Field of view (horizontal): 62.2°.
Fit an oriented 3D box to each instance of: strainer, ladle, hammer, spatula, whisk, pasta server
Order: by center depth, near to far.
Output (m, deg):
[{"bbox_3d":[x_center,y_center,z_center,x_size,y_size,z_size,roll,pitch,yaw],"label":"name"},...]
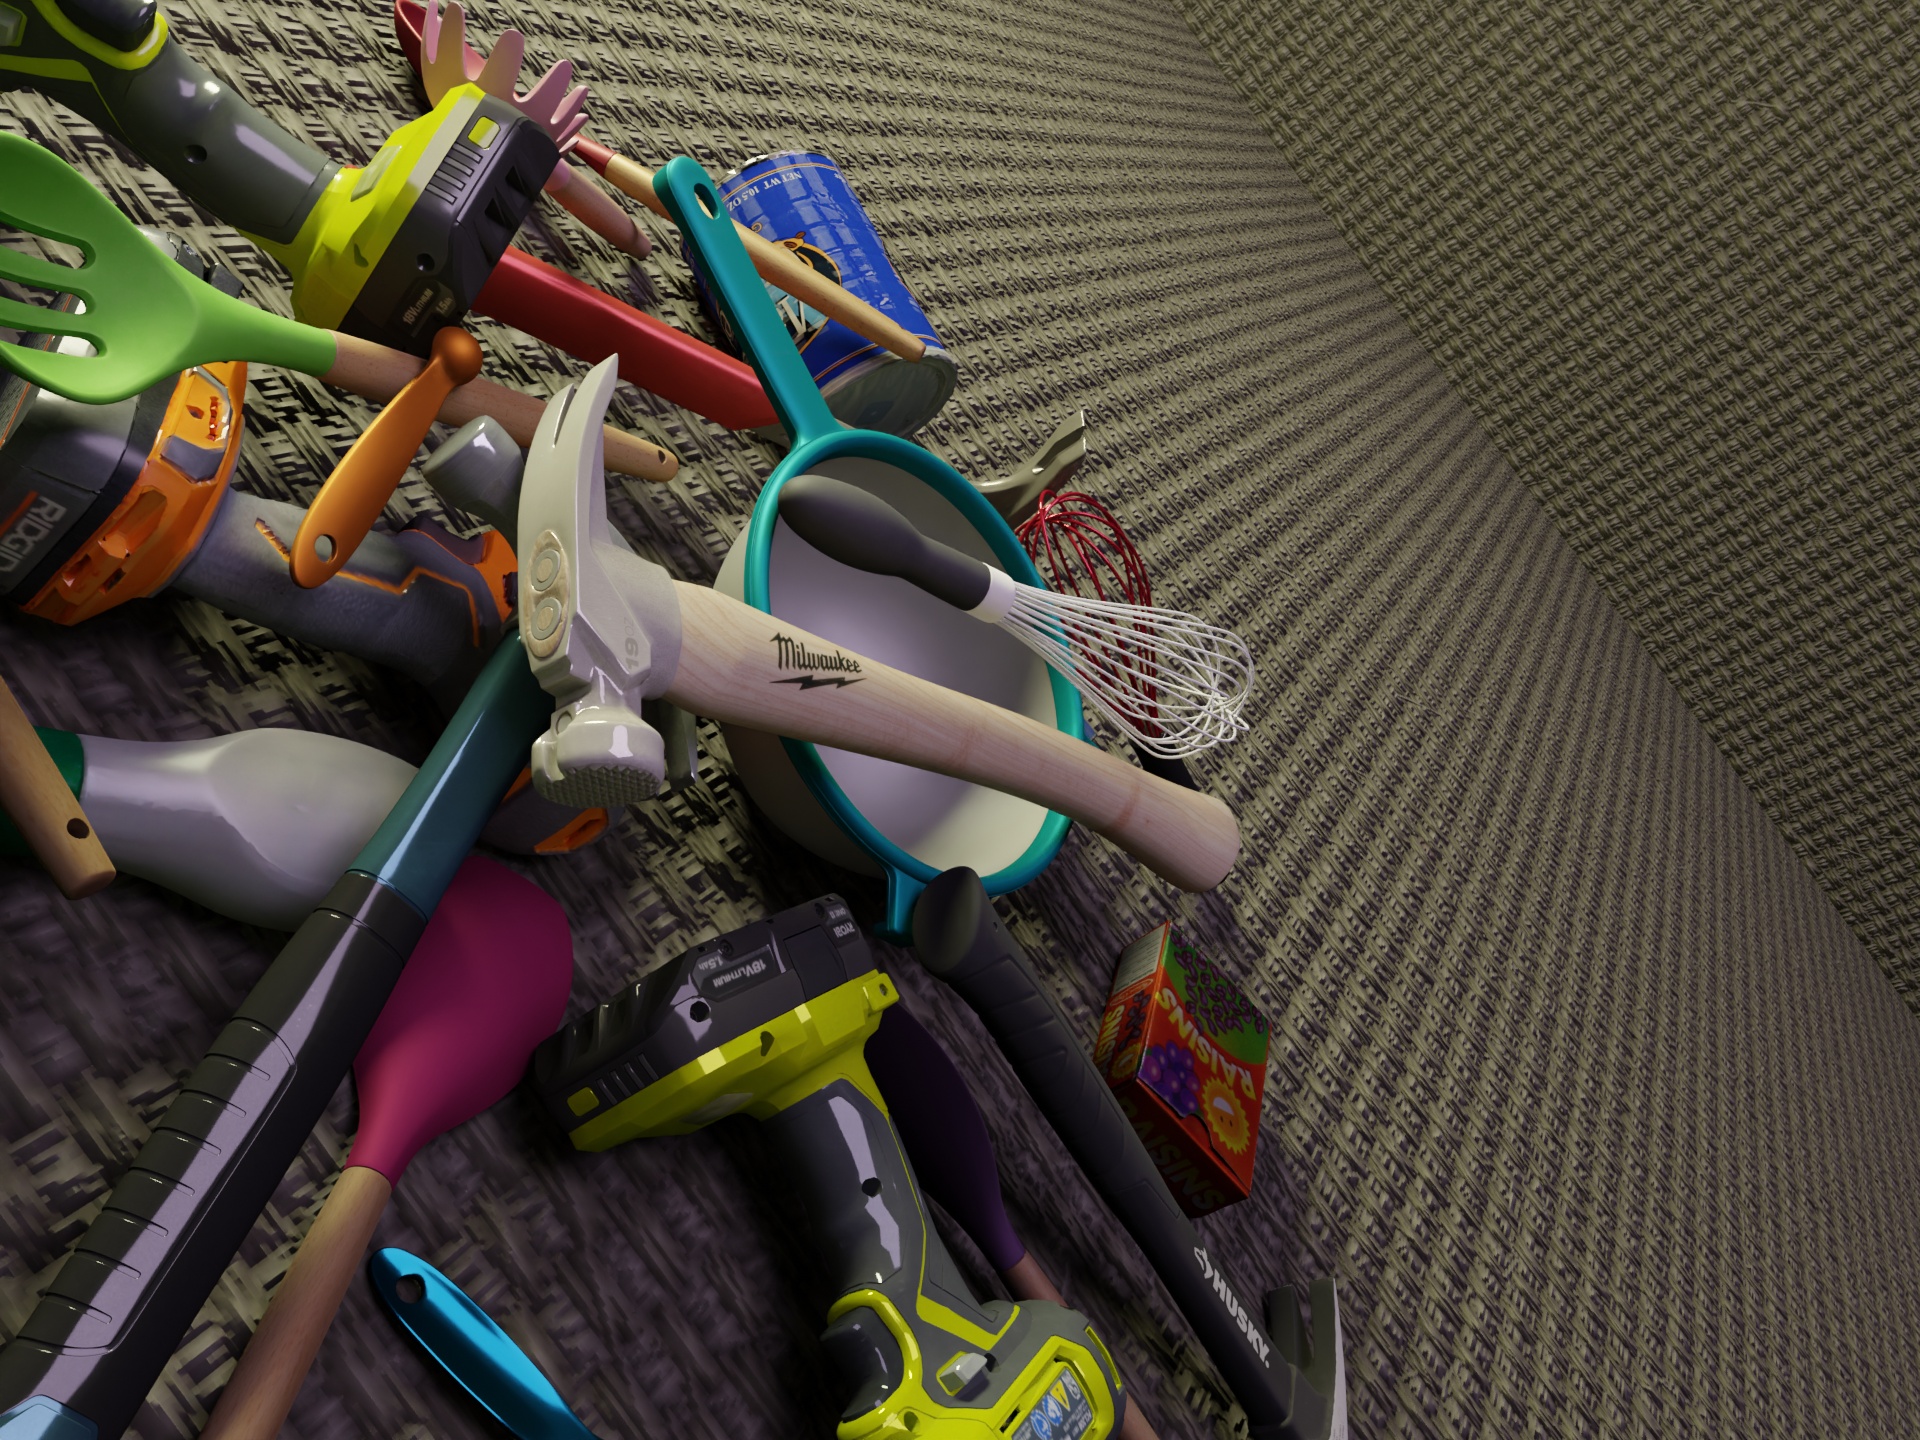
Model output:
[{"bbox_3d":[-0.320,-0.080,0.421,0.320,0.062,0.078,55,20,6],"label":"ladle"},{"bbox_3d":[-0.170,0.061,0.445,0.128,0.033,0.331,47,45,-28],"label":"hammer"},{"bbox_3d":[0.035,0.233,0.626,0.316,0.060,0.018,57,37,-4],"label":"spatula"},{"bbox_3d":[-0.001,-0.002,0.635,0.410,0.038,0.146,21,55,-49],"label":"hammer"},{"bbox_3d":[0.078,0.198,0.664,0.334,0.035,0.146,58,28,-18],"label":"hammer"},{"bbox_3d":[0.033,-0.044,0.699,0.284,0.070,0.070,22,42,-38],"label":"whisk"},{"bbox_3d":[-0.071,-0.071,0.702,0.211,0.095,0.340,-33,98,-53],"label":"strainer"},{"bbox_3d":[-0.171,-0.245,0.707,0.060,0.040,0.316,24,6,-3],"label":"pasta server"},{"bbox_3d":[-0.114,-0.165,0.750,0.358,0.149,0.037,22,51,-33],"label":"hammer"},{"bbox_3d":[-0.153,-0.267,0.804,0.315,0.031,0.069,32,19,0],"label":"ladle"},{"bbox_3d":[0.096,-0.006,0.869,0.073,0.073,0.295,-87,154,-47],"label":"whisk"}]

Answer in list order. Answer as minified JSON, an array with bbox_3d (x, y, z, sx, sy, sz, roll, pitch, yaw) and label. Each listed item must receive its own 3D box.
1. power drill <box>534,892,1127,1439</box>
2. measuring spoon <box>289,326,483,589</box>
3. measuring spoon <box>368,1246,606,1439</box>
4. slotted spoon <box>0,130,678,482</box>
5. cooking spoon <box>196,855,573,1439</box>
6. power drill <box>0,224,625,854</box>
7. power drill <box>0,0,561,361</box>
[{"bbox_3d":[-0.043,0.184,0.523,0.228,0.080,0.190,61,24,8],"label":"power drill"},{"bbox_3d":[-0.178,-0.085,0.502,0.021,0.011,0.117,64,34,-44],"label":"measuring spoon"},{"bbox_3d":[-0.128,0.204,0.462,0.128,0.021,0.042,45,33,3],"label":"measuring spoon"},{"bbox_3d":[-0.190,-0.112,0.523,0.313,0.031,0.070,6,73,-64],"label":"slotted spoon"},{"bbox_3d":[-0.174,0.149,0.440,0.068,0.017,0.319,35,34,-17],"label":"cooking spoon"},{"bbox_3d":[-0.210,-0.065,0.557,0.226,0.084,0.164,34,35,-37],"label":"power drill"},{"bbox_3d":[-0.259,-0.216,0.533,0.223,0.171,0.080,32,65,-25],"label":"power drill"}]
